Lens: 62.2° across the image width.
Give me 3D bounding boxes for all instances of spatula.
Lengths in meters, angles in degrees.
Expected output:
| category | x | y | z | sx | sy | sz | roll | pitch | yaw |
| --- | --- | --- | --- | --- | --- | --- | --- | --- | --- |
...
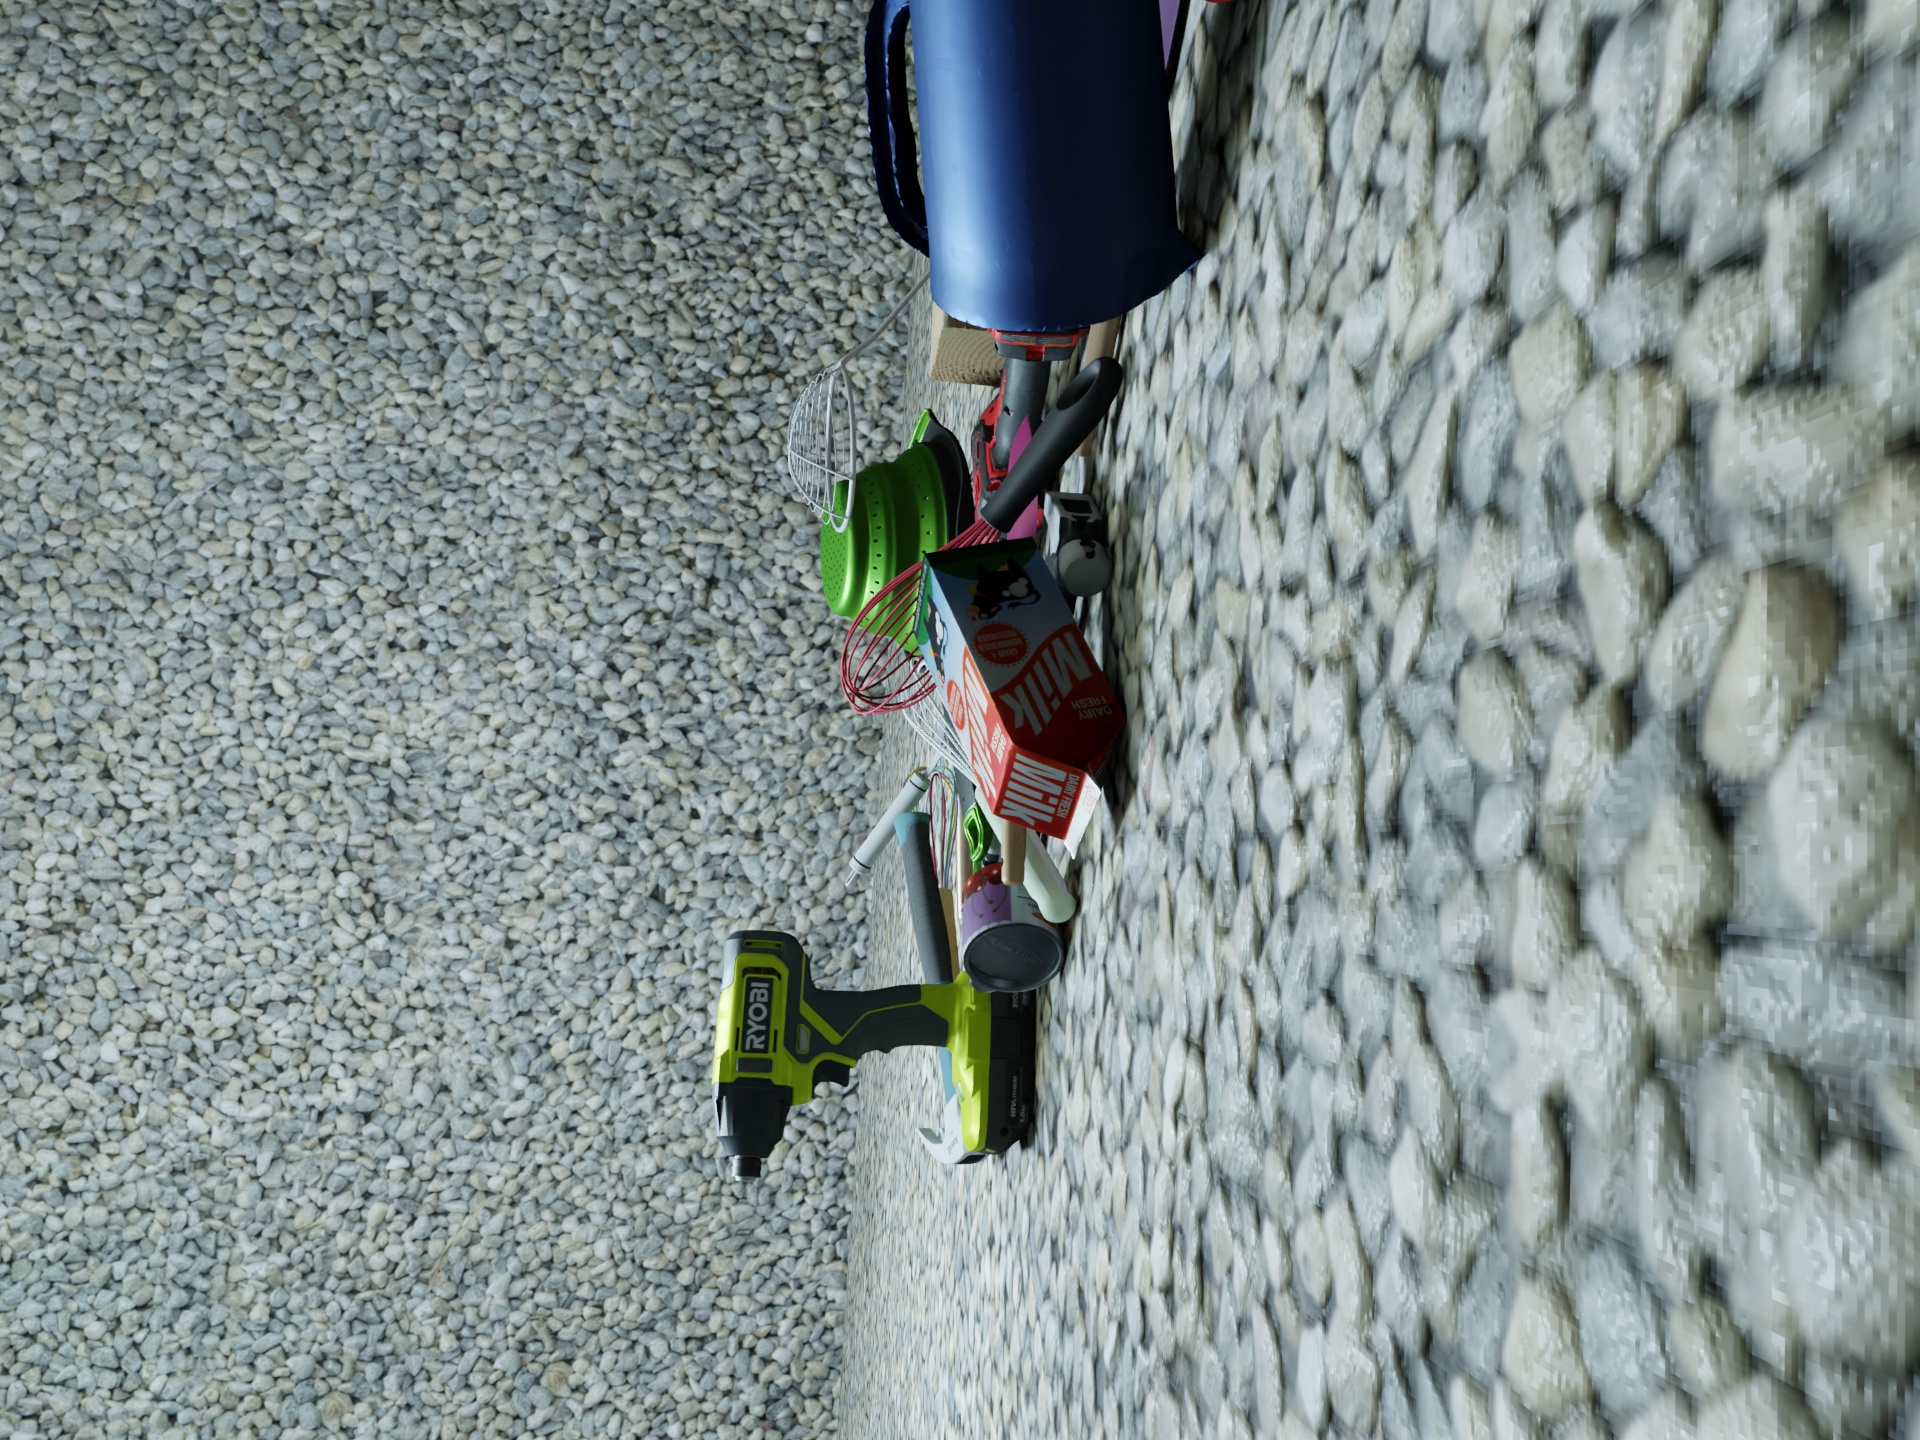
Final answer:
| category | x | y | z | sx | sy | sz | roll | pitch | yaw |
| --- | --- | --- | --- | --- | --- | --- | --- | --- | --- |
| spatula | 0.099 | -0.305 | 0.948 | 0.060 | 0.018 | 0.315 | -99 | 15 | -56 |

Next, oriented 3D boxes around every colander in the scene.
| category | x | y | z | sx | sy | sz | roll | pitch | yaw |
| --- | --- | --- | --- | --- | --- | --- | --- | --- | --- |
| colander | -0.048 | -0.070 | 1.273 | 0.204 | 0.094 | 0.397 | 117 | 148 | -56 |

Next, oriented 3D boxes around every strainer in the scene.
| category | x | y | z | sx | sy | sz | roll | pitch | yaw |
| --- | --- | --- | --- | --- | --- | --- | --- | --- | --- |
| strainer | -0.030 | 0.050 | 1.448 | 0.258 | 0.050 | 0.087 | -54 | 21 | 10 |

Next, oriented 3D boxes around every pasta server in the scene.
| category | x | y | z | sx | sy | sz | roll | pitch | yaw |
| --- | --- | --- | --- | --- | --- | --- | --- | --- | --- |
| pasta server | 0.011 | 0.033 | 1.524 | 0.060 | 0.040 | 0.316 | -176 | 87 | -84 |

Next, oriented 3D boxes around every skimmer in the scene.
| category | x | y | z | sx | sy | sz | roll | pitch | yaw |
| --- | --- | --- | --- | --- | --- | --- | --- | --- | --- |
| skimmer | -0.011 | -0.310 | 1.211 | 0.363 | 0.090 | 0.127 | -50 | 20 | 3 |

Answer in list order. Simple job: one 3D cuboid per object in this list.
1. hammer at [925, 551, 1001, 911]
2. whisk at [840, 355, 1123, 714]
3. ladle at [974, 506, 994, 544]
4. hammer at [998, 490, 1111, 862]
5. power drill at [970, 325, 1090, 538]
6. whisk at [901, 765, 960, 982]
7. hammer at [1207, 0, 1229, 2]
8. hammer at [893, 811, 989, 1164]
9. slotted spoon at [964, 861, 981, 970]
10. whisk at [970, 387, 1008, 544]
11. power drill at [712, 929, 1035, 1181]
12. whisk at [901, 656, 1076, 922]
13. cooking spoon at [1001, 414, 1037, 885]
| category | x | y | z | sx | sy | sz | roll | pitch | yaw |
| --- | --- | --- | --- | --- | --- | --- | --- | --- | --- |
| hammer | -0.002 | -0.004 | 1.360 | 0.127 | 0.034 | 0.337 | 104 | 159 | -56 |
| whisk | 0.012 | -0.114 | 1.027 | 0.295 | 0.073 | 0.073 | -51 | 22 | 25 |
| ladle | 0.041 | -0.295 | 1.458 | 0.069 | 0.031 | 0.315 | -104 | 21 | -72 |
| hammer | 0.054 | 0.000 | 1.097 | 0.146 | 0.035 | 0.334 | -97 | 12 | -57 |
| power drill | 0.045 | -0.258 | 1.180 | 0.219 | 0.078 | 0.143 | 97 | 174 | -49 |
| whisk | -0.016 | 0.139 | 1.442 | 0.047 | 0.051 | 0.245 | 49 | -154 | -46 |
| hammer | 0.095 | -0.436 | 0.875 | 0.387 | 0.038 | 0.143 | -98 | 28 | -54 |
| hammer | -0.018 | 0.210 | 1.319 | 0.128 | 0.033 | 0.331 | 117 | 151 | -44 |
| slotted spoon | 0.014 | 0.175 | 1.391 | 0.070 | 0.031 | 0.314 | 101 | 171 | -82 |
| whisk | 0.036 | -0.245 | 1.360 | 0.070 | 0.070 | 0.285 | 108 | 170 | -67 |
| power drill | -0.063 | 0.244 | 1.136 | 0.080 | 0.223 | 0.171 | 110 | 163 | -70 |
| whisk | 0.019 | 0.040 | 1.068 | 0.057 | 0.059 | 0.247 | 47 | -170 | -50 |
| cooking spoon | 0.037 | -0.050 | 1.038 | 0.068 | 0.017 | 0.319 | 119 | 153 | -71 |
